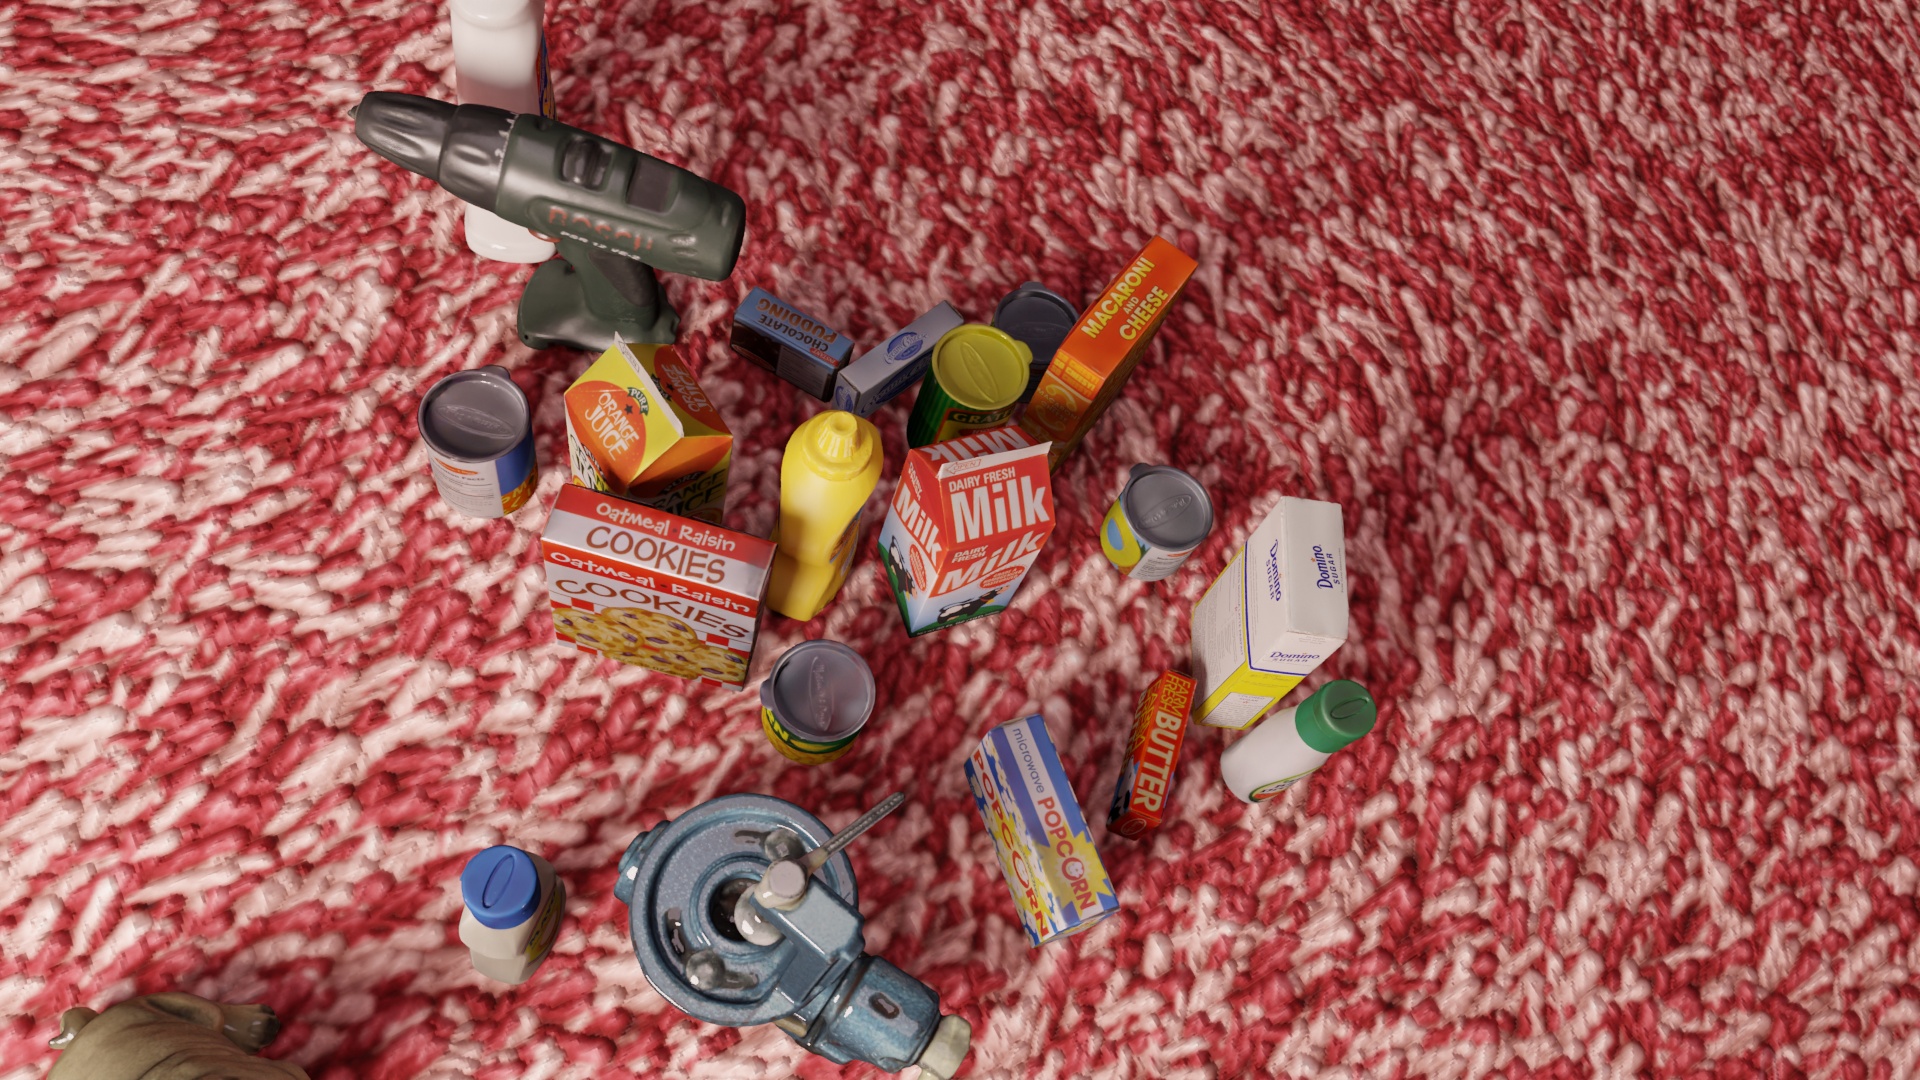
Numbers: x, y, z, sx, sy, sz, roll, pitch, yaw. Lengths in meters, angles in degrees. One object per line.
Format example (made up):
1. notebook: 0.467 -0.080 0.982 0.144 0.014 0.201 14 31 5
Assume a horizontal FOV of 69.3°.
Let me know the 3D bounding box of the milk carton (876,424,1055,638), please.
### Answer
1. milk carton: 0.003 -0.011 0.876 0.072 0.189 0.073 -14 70 -18

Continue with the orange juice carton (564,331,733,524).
1. orange juice carton: -0.191 -0.051 0.849 0.073 0.191 0.072 -29 75 -23

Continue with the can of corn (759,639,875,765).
1. can of corn: -0.093 0.103 0.874 0.071 0.058 0.071 5 65 -11

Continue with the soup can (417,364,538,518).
1. soup can: -0.305 -0.062 0.889 0.071 0.083 0.071 5 65 -11

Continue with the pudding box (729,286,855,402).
1. pudding box: -0.121 -0.139 0.987 0.084 0.049 0.030 29 63 2

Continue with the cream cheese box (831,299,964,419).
1. cream cheese box: -0.045 -0.126 0.996 0.104 0.053 0.024 -38 79 -25

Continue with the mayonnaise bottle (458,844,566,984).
1. mayonnaise bottle: -0.241 0.197 0.745 0.041 0.147 0.065 22 63 -2

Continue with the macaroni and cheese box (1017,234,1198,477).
1. macaroni and cheese box: 0.091 -0.118 0.960 0.040 0.165 0.124 37 63 5

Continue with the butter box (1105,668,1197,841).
1. butter box: 0.125 0.140 0.910 0.024 0.053 0.104 21 63 -3

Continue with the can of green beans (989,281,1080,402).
1. can of green beans: 0.051 -0.143 1.024 0.071 0.057 0.071 5 65 -11

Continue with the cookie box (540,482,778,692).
1. cookie box: -0.179 0.032 0.826 0.123 0.166 0.040 16 63 -5

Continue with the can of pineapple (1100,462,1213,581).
1. can of pineapple: 0.137 -0.013 0.982 0.071 0.057 0.071 5 65 -11

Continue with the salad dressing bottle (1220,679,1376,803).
1. salad dressing bottle: 0.214 0.128 0.883 0.064 0.147 0.044 -18 71 -20

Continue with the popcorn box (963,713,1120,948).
1. popcorn box: 0.047 0.179 0.856 0.038 0.085 0.127 -15 70 -19

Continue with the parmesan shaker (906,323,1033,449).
1. parmesan shaker: 0.006 -0.096 0.965 0.071 0.102 0.071 5 65 -11
